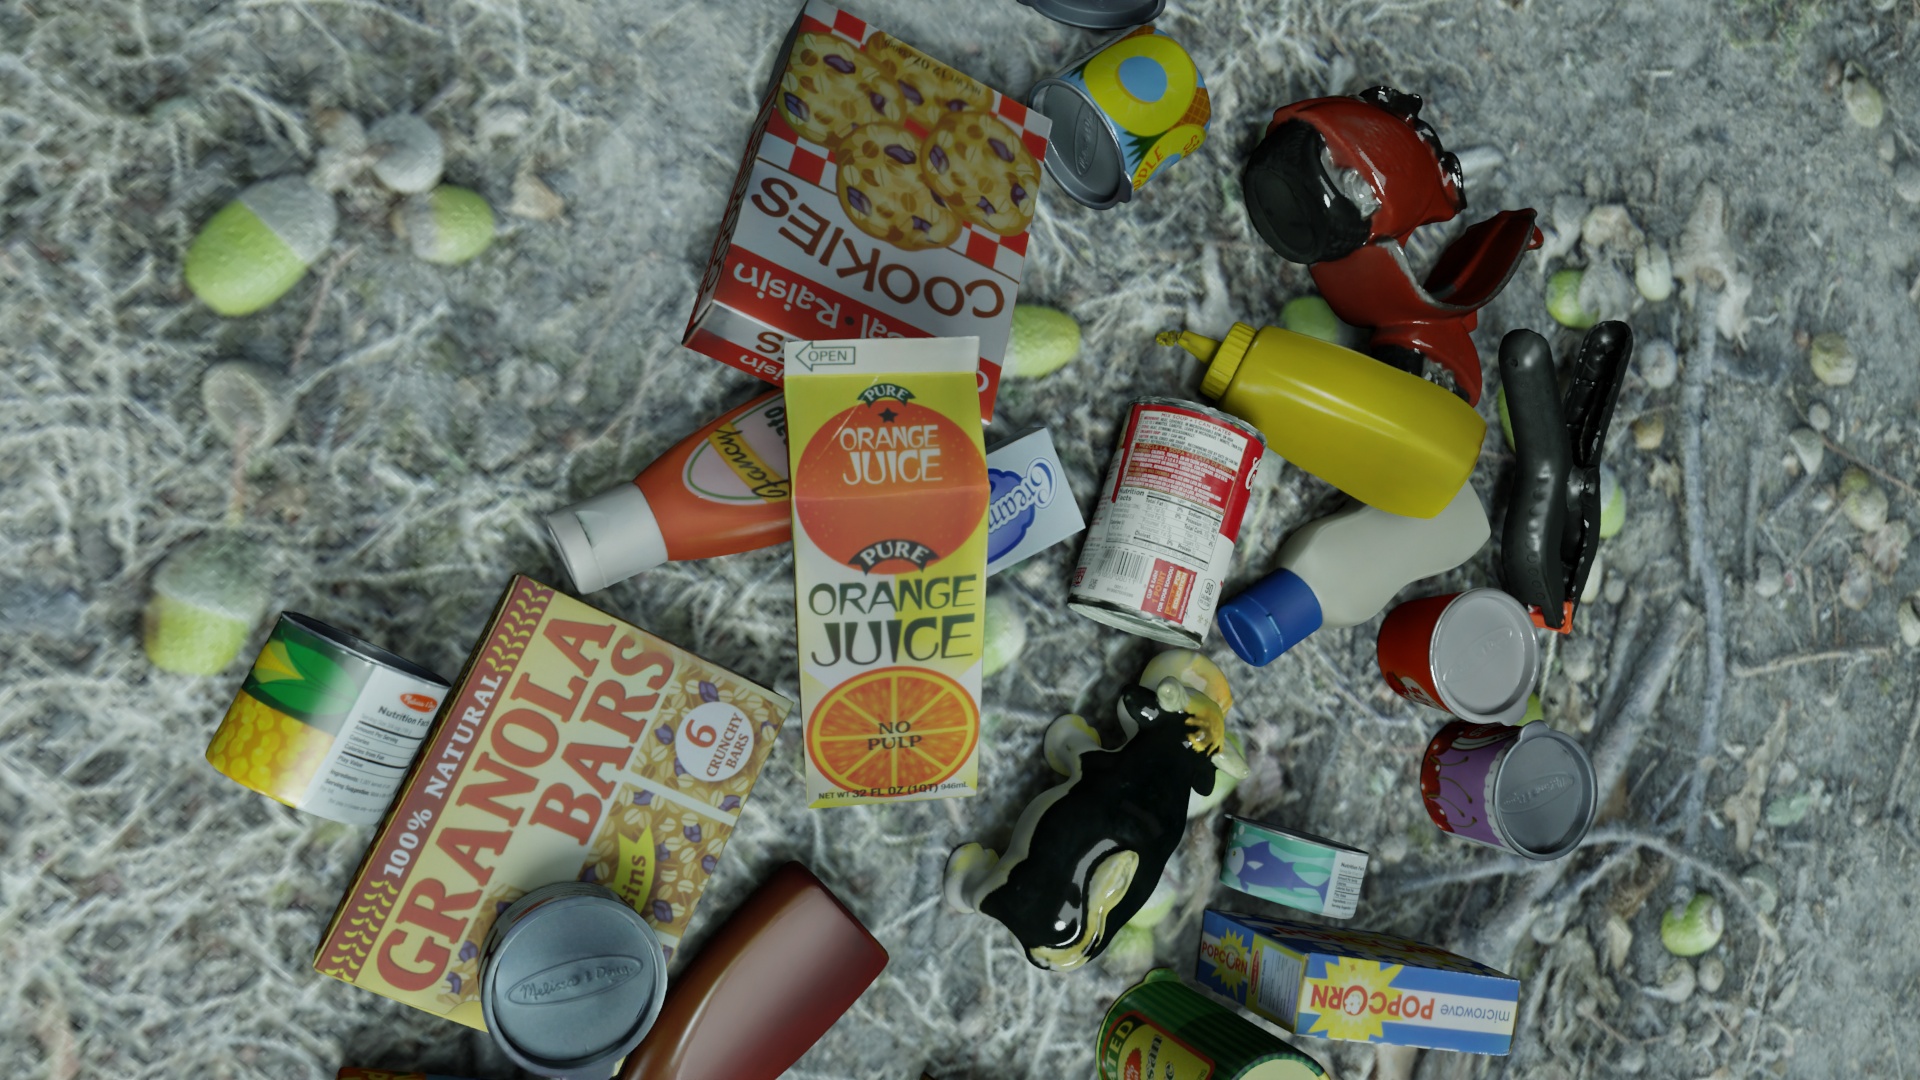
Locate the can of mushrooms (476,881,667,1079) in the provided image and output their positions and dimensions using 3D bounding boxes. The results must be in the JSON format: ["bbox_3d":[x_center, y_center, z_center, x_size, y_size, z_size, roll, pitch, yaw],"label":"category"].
[{"bbox_3d":[-0.147,0.166,0.523,0.071,0.033,0.071,0,89,-23],"label":"can of mushrooms"}]

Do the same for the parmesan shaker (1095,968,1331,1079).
[{"bbox_3d":[0.114,0.243,0.628,0.071,0.103,0.071,1,89,-21],"label":"parmesan shaker"}]

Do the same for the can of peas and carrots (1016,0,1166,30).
[{"bbox_3d":[0.063,-0.279,0.645,0.071,0.071,0.059,9,85,-21],"label":"can of peas and carrots"}]

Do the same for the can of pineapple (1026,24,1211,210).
[{"bbox_3d":[0.074,-0.195,0.645,0.058,0.071,0.071,-37,102,-18],"label":"can of pineapple"}]

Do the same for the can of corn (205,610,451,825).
[{"bbox_3d":[-0.237,0.065,0.518,0.071,0.071,0.058,29,79,-18],"label":"can of corn"}]

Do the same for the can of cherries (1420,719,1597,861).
[{"bbox_3d":[0.284,0.125,0.723,0.071,0.058,0.071,0,89,-20],"label":"can of cherries"}]

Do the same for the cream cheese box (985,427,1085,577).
[{"bbox_3d":[0.002,-0.008,0.634,0.104,0.024,0.053,-27,100,-20],"label":"cream cheese box"}]

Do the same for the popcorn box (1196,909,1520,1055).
[{"bbox_3d":[0.190,0.212,0.669,0.127,0.085,0.038,13,85,-21],"label":"popcorn box"}]

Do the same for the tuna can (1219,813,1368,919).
[{"bbox_3d":[0.158,0.156,0.670,0.071,0.071,0.033,17,84,-20],"label":"tuna can"}]

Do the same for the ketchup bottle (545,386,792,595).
[{"bbox_3d":[-0.096,-0.022,0.583,0.149,0.043,0.065,-25,71,-20],"label":"ketchup bottle"}]

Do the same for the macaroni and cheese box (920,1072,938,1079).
[{"bbox_3d":[0.005,0.338,0.599,0.124,0.040,0.167,29,72,-8],"label":"macaroni and cheese box"}]

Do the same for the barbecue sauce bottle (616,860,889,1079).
[{"bbox_3d":[-0.101,0.207,0.577,0.149,0.043,0.064,-44,116,-16],"label":"barbecue sauce bottle"}]

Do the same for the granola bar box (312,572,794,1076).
[{"bbox_3d":[-0.160,0.113,0.559,0.124,0.039,0.166,28,79,-19],"label":"granola bar box"}]

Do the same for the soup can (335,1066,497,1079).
[{"bbox_3d":[-0.198,0.237,0.523,0.084,0.071,0.071,14,84,-20],"label":"soup can"}]

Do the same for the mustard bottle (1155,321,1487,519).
[{"bbox_3d":[0.169,-0.069,0.672,0.160,0.065,0.049,28,59,7],"label":"mustard bottle"}]

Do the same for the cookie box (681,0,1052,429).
[{"bbox_3d":[-0.034,-0.133,0.589,0.123,0.040,0.168,22,61,-20],"label":"cookie box"}]

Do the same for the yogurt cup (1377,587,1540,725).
[{"bbox_3d":[0.253,0.058,0.714,0.072,0.054,0.072,1,88,-21],"label":"yogurt cup"}]

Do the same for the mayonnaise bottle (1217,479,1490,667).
[{"bbox_3d":[0.197,0.011,0.701,0.148,0.041,0.064,-31,93,-18],"label":"mayonnaise bottle"}]

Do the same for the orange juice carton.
[{"bbox_3d":[-0.030,0.008,0.541,0.072,0.073,0.191,-3,124,-8],"label":"orange juice carton"}]
